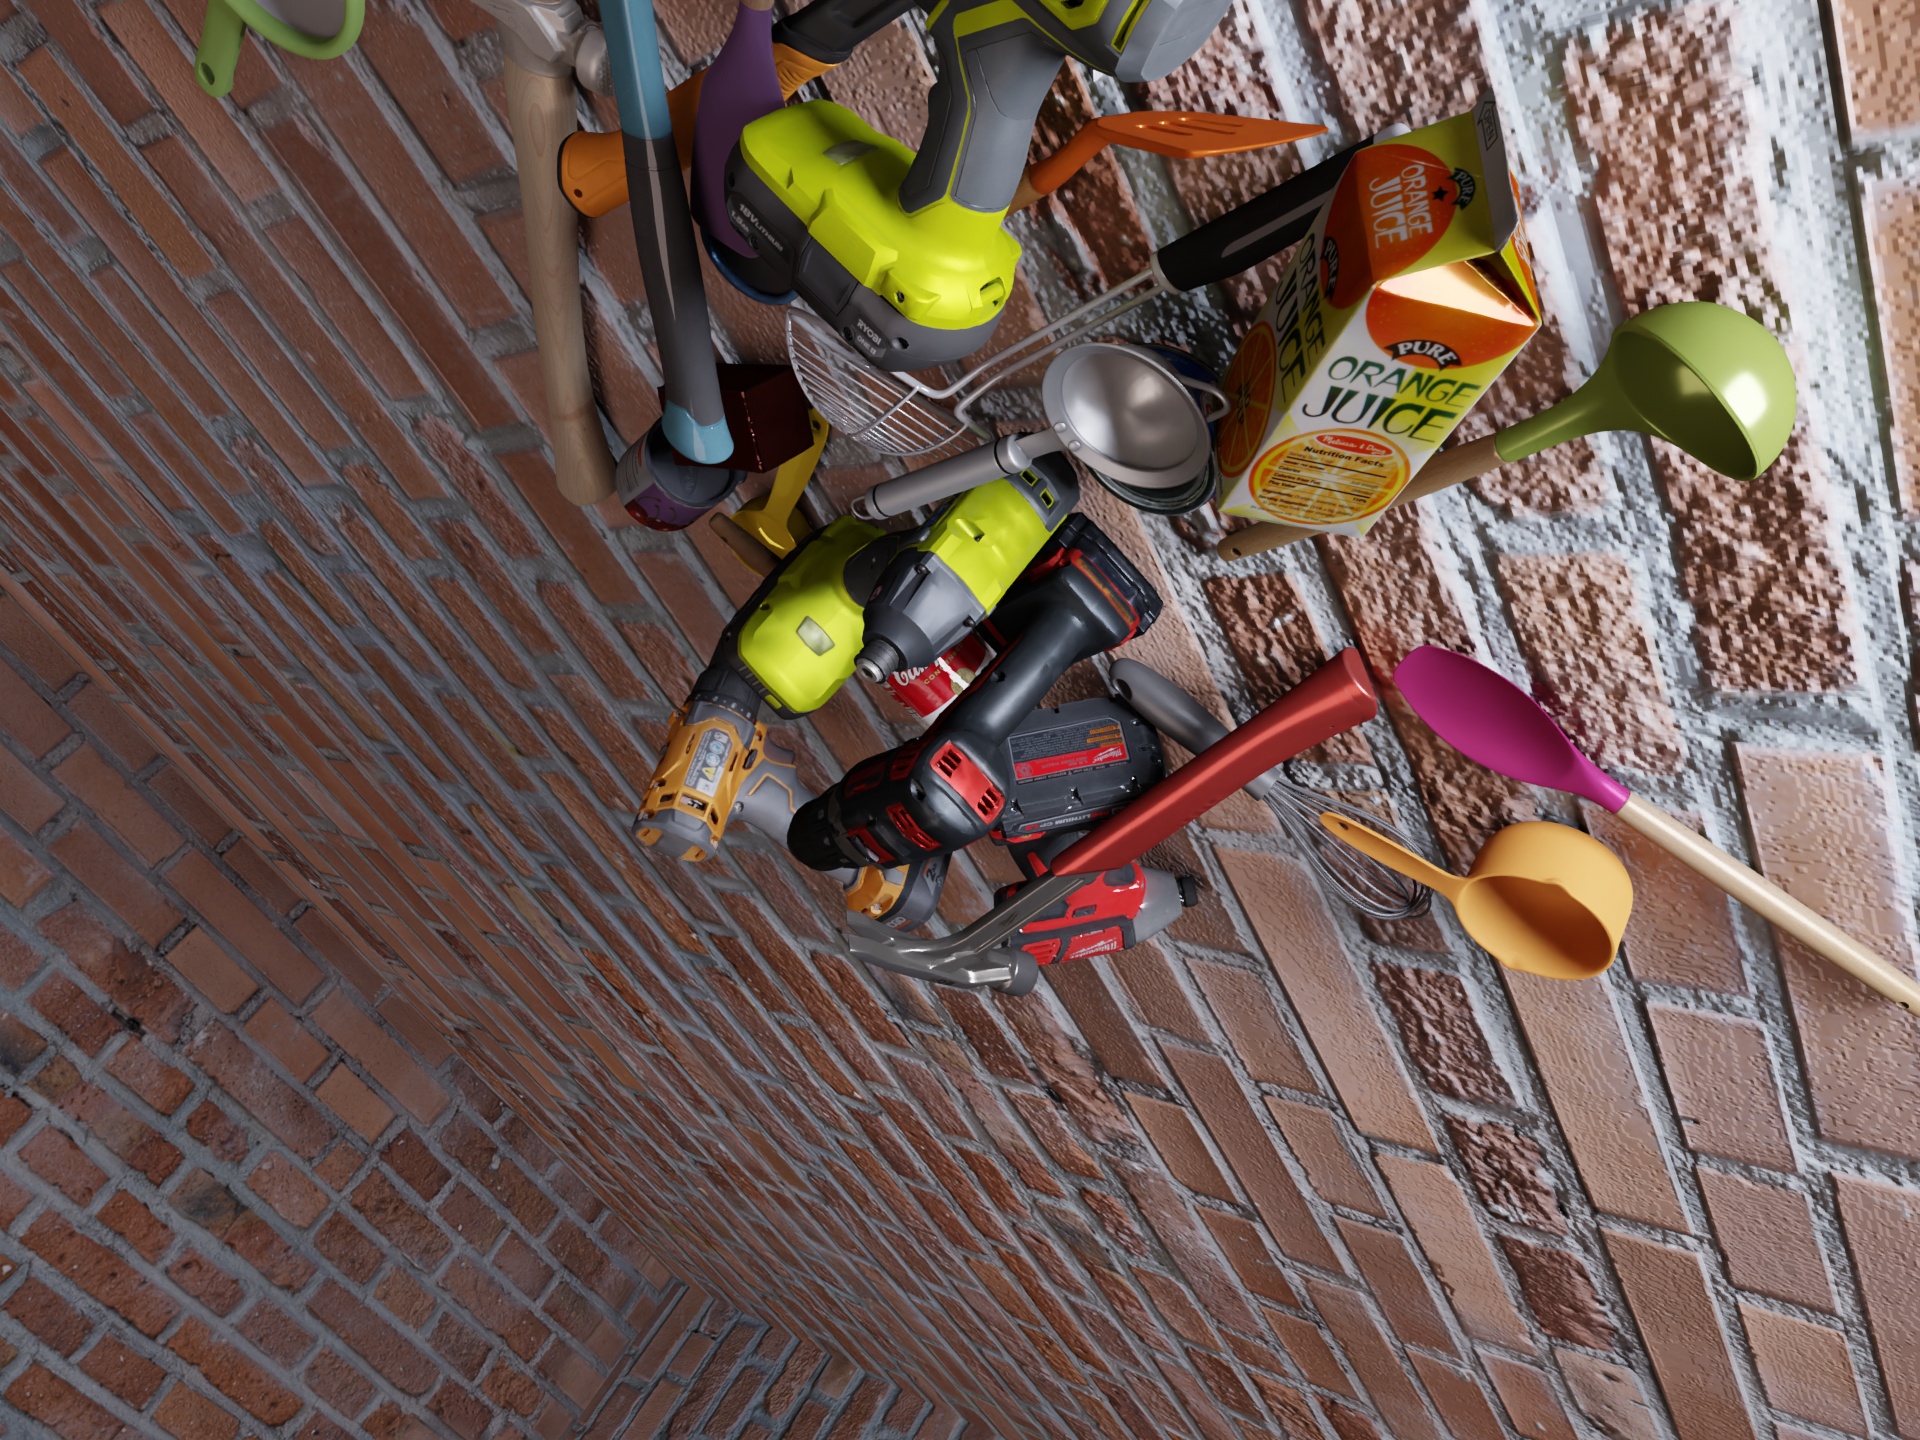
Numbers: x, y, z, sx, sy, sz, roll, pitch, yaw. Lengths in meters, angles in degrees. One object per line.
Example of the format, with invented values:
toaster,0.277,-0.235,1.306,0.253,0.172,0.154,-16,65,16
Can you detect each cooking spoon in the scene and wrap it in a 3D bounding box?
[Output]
cooking spoon,0.365,0.057,0.826,0.319,0.017,0.068,35,150,5

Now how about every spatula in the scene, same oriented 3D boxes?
spatula,-0.082,-0.328,0.676,0.060,0.018,0.315,35,144,11
spatula,-0.055,-0.030,1.090,0.317,0.044,0.082,41,158,-25
spatula,0.025,-0.238,0.749,0.323,0.081,0.041,-4,106,54

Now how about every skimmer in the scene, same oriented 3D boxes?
skimmer,0.053,-0.213,0.764,0.363,0.090,0.127,-18,145,42

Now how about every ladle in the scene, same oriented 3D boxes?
ladle,0.220,-0.108,0.718,0.078,0.062,0.320,47,151,-16

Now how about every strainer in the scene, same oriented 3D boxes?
strainer,0.032,-0.136,0.785,0.258,0.050,0.086,-12,129,44
strainer,-0.385,-0.431,0.892,0.151,0.069,0.256,48,150,-15

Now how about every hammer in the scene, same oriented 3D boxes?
hammer,-0.261,-0.282,0.996,0.146,0.038,0.410,33,149,11
hammer,-0.149,-0.272,0.765,0.128,0.033,0.330,30,142,30
hammer,-0.080,-0.302,0.747,0.337,0.034,0.127,-10,124,43
hammer,0.093,0.065,0.945,0.149,0.037,0.359,22,133,-36

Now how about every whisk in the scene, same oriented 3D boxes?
whisk,0.186,0.038,0.960,0.239,0.055,0.055,38,150,7

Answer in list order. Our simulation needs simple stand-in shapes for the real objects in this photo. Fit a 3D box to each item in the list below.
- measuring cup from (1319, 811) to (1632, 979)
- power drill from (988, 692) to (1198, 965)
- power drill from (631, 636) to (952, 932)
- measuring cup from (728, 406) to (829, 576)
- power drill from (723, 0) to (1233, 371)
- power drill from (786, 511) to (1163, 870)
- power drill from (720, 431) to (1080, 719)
measuring cup,0.292,0.078,0.899,0.174,0.052,0.095,28,148,19
power drill,0.086,0.084,1.057,0.143,0.079,0.219,-11,141,1
power drill,-0.112,0.042,1.185,0.226,0.185,0.084,24,152,-16
measuring cup,-0.108,-0.152,1.034,0.062,0.029,0.156,34,138,1
power drill,-0.014,-0.272,0.634,0.190,0.080,0.228,45,141,7
power drill,-0.001,-0.003,0.915,0.080,0.227,0.188,46,148,-14
power drill,-0.046,-0.073,0.928,0.080,0.171,0.223,47,151,-17
